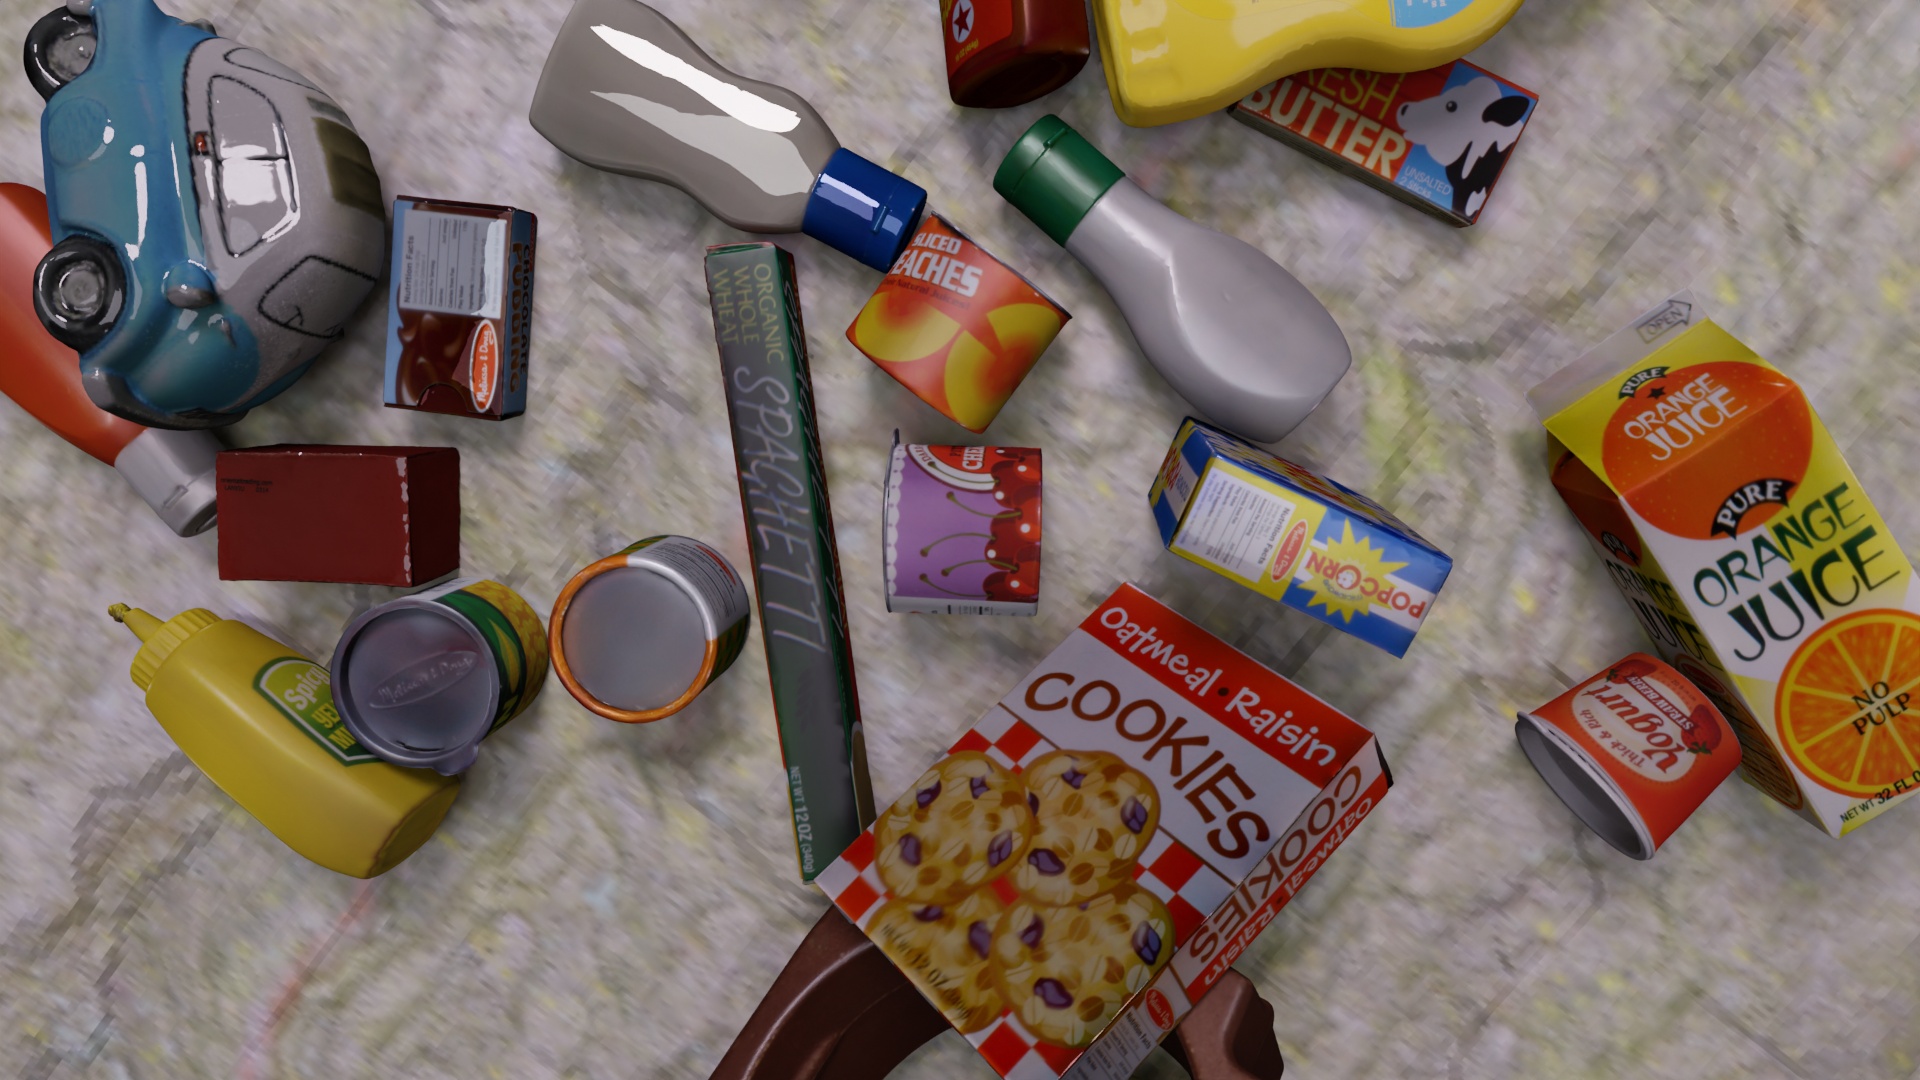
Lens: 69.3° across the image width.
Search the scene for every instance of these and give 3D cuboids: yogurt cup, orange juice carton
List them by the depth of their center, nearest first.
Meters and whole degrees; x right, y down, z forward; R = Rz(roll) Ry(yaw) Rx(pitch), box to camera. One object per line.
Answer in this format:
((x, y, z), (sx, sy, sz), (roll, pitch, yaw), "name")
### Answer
((0.289, 0.005, 0.516), (0.072, 0.073, 0.192), (-33, 94, 7), "orange juice carton")
((0.258, 0.080, 0.533), (0.054, 0.072, 0.072), (-38, 94, -1), "yogurt cup")

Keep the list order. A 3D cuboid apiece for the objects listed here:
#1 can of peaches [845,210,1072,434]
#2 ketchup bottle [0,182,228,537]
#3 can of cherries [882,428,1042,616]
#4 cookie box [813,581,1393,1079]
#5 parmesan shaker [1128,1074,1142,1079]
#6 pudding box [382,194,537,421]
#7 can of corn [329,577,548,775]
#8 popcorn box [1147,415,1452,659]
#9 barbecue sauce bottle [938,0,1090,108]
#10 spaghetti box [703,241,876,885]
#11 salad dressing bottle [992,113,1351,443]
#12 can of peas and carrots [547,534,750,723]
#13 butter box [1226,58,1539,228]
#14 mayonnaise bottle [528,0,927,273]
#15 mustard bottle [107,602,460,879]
((-0.003, -0.082, 0.523), (0.071, 0.071, 0.058), (37, 99, -2), "can of peaches")
((-0.348, -0.068, 0.557), (0.064, 0.043, 0.149), (-40, 94, 8), "ketchup bottle")
((0.002, -0.007, 0.534), (0.058, 0.071, 0.071), (2, 98, 3), "can of cherries")
((0.050, 0.105, 0.495), (0.168, 0.123, 0.040), (-42, 135, -15), "cookie box")
((0.083, 0.262, 0.561), (0.103, 0.071, 0.071), (28, 98, -1), "parmesan shaker")
((-0.199, -0.092, 0.553), (0.050, 0.030, 0.083), (6, 98, 1), "pudding box")
((-0.205, 0.053, 0.557), (0.071, 0.058, 0.071), (0, 97, 3), "can of corn")
((0.115, -0.006, 0.498), (0.085, 0.127, 0.038), (24, 101, 0), "popcorn box")
((0.012, -0.240, 0.509), (0.044, 0.065, 0.148), (-7, 89, -28), "barbecue sauce bottle")
((-0.065, 0.008, 0.548), (0.029, 0.050, 0.249), (-8, 97, 2), "spaghetti box")
((0.078, -0.101, 0.527), (0.147, 0.043, 0.064), (42, 65, 3), "salad dressing bottle")
((-0.123, 0.036, 0.550), (0.071, 0.059, 0.071), (0, 97, 4), "can of peas and carrots")
((0.159, -0.165, 0.526), (0.103, 0.024, 0.053), (26, 97, 0), "butter box")
((-0.086, -0.151, 0.534), (0.148, 0.041, 0.064), (27, 99, -1), "mayonnaise bottle")
((-0.283, 0.071, 0.562), (0.160, 0.065, 0.048), (36, 102, 2), "mustard bottle")
